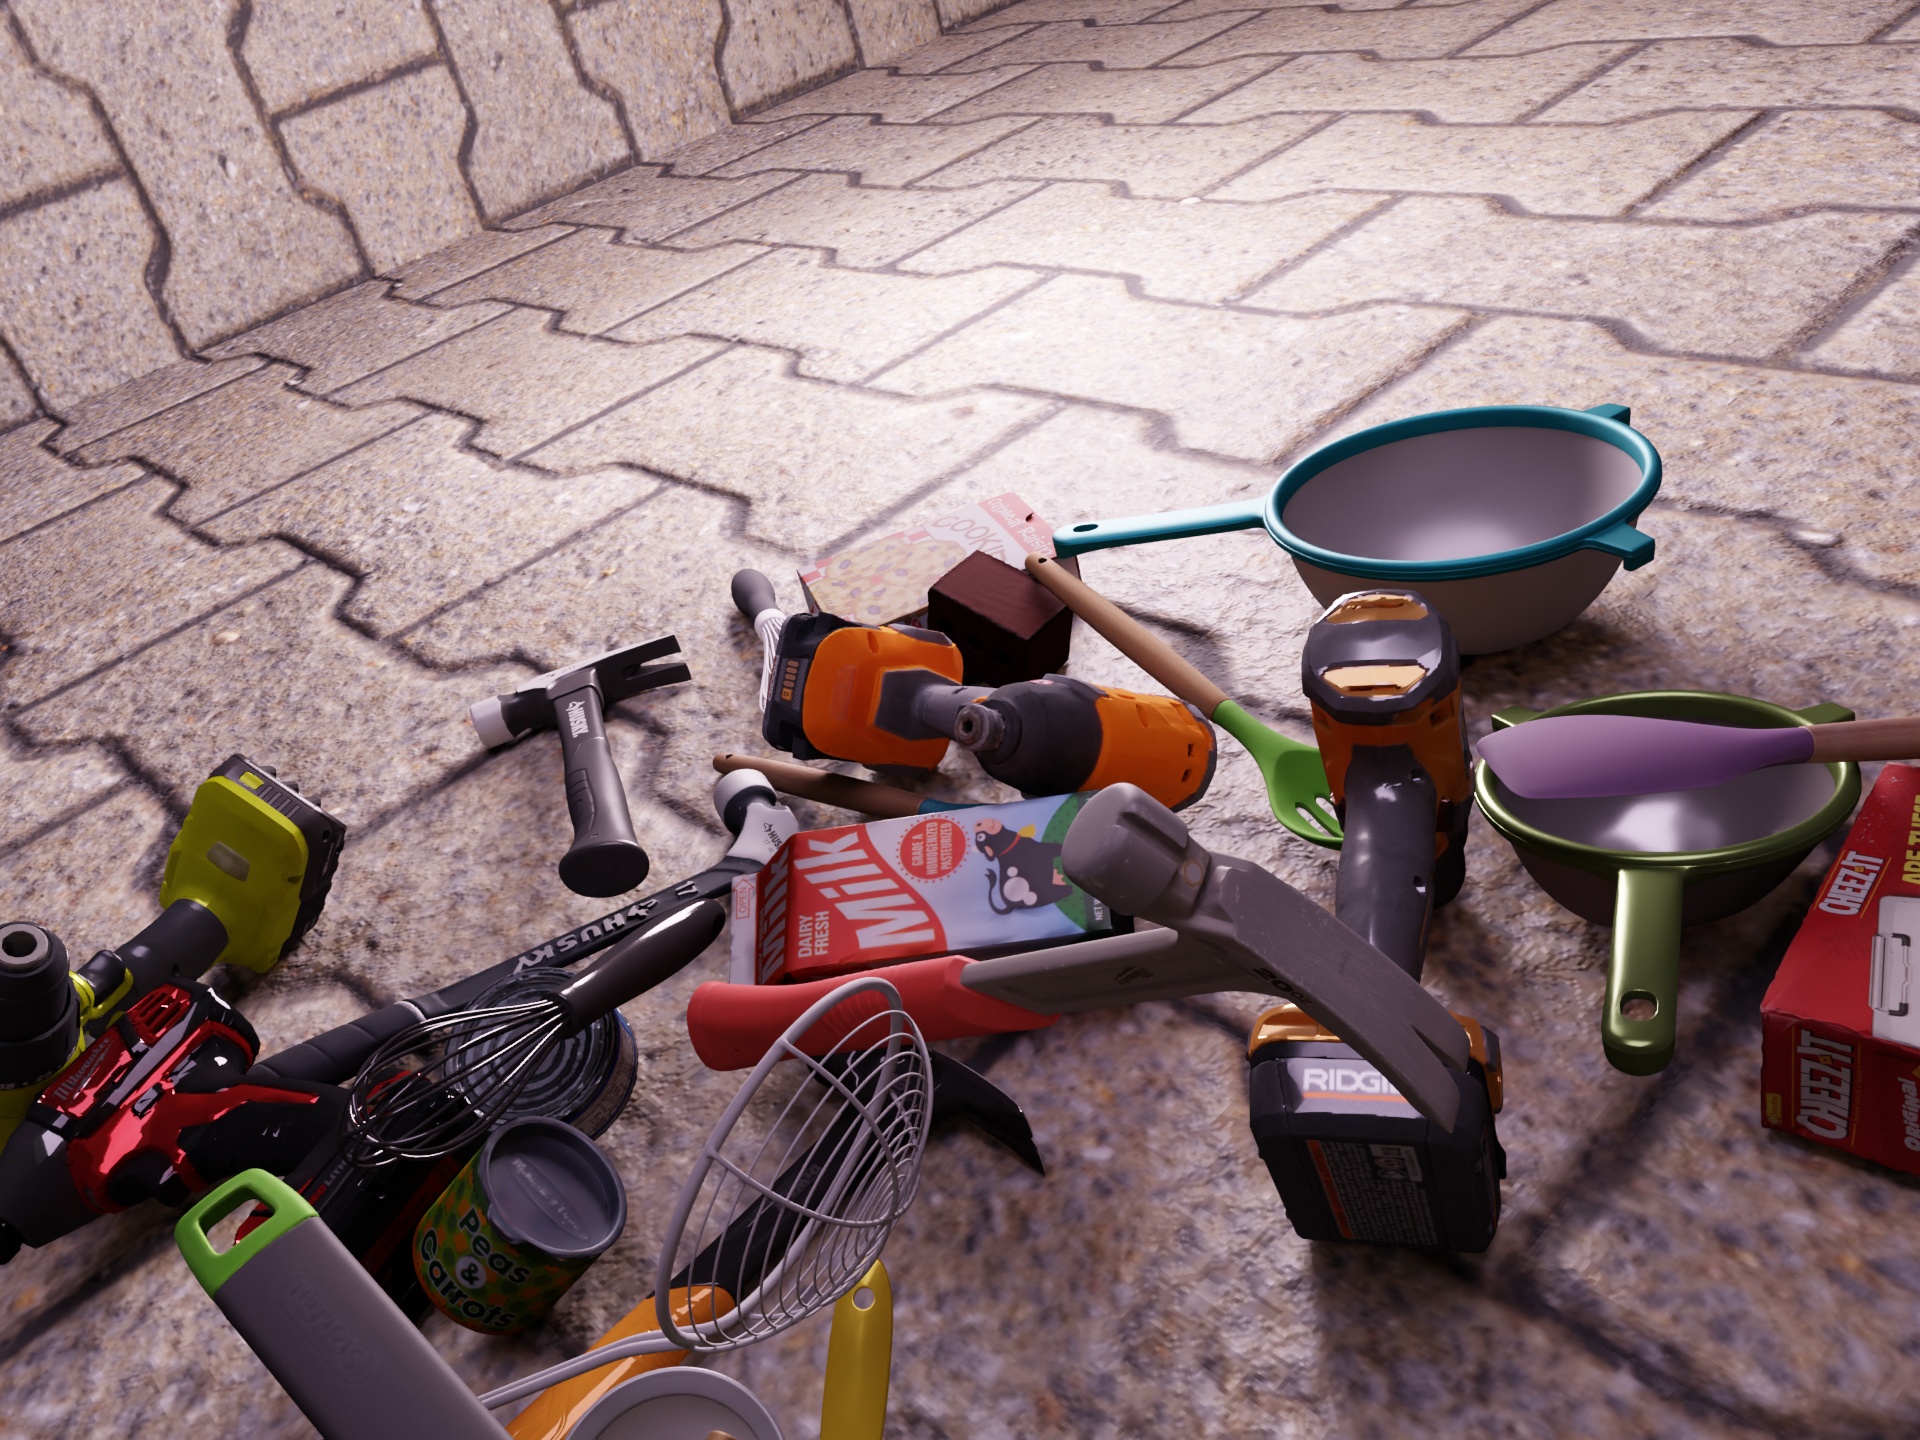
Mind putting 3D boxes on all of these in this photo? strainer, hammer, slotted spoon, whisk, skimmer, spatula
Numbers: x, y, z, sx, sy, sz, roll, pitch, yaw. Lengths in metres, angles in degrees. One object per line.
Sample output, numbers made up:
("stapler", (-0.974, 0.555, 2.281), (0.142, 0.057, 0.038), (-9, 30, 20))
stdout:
("strainer", (0.283, 0.074, 0.647), (0.151, 0.069, 0.256), (-1, 29, 27))
("hammer", (0.002, 0.106, 0.582), (0.359, 0.149, 0.037), (-23, 36, 53))
("hammer", (-0.217, 0.024, 0.949), (0.146, 0.035, 0.335), (-22, 23, -10))
("slotted spoon", (0.128, -0.018, 0.866), (0.070, 0.031, 0.314), (-28, 44, -20))
("whisk", (-0.118, -0.050, 1.053), (0.070, 0.070, 0.285), (-22, 27, -9))
("skimmer", (-0.163, 0.203, 0.552), (0.363, 0.090, 0.127), (-28, -13, 18))
("spatula", (-0.034, 0.056, 0.877), (0.318, 0.044, 0.082), (11, 41, 44))
("hammer", (-0.263, 0.150, 0.821), (0.409, 0.036, 0.149), (-25, 34, -13))
("spatula", (0.362, 0.007, 0.642), (0.316, 0.018, 0.060), (-3, 31, -7))
("strainer", (0.224, -0.091, 0.924), (0.340, 0.095, 0.211), (-5, 31, 21))
("whisk", (-0.176, 0.126, 0.695), (0.055, 0.055, 0.239), (2, 17, 27))
("strainer", (-0.031, 0.265, 0.534), (0.258, 0.050, 0.087), (-4, 57, 8))
("hammer", (-0.115, 0.243, 0.609), (0.127, 0.034, 0.337), (16, 44, 42))

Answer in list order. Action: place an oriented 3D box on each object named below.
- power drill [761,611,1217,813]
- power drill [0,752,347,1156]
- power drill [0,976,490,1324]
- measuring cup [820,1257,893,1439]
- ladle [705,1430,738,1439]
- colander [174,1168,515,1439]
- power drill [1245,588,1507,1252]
("power drill", (-0.001, -0.003, 0.832), (0.227, 0.084, 0.164), (13, 3, 42))
("power drill", (-0.425, 0.118, 0.817), (0.080, 0.190, 0.229), (34, 38, 0))
("power drill", (-0.325, 0.200, 0.702), (0.220, 0.078, 0.143), (11, 45, 27))
("measuring cup", (-0.039, 0.249, 0.505), (0.062, 0.029, 0.157), (1, 63, 7))
("ladle", (-0.134, 0.337, 0.415), (0.078, 0.062, 0.320), (11, 46, 18))
("colander", (-0.087, 0.268, 0.429), (0.397, 0.094, 0.204), (33, 53, 28))
("power drill", (0.172, 0.088, 0.630), (0.084, 0.185, 0.226), (-2, 53, 21))
